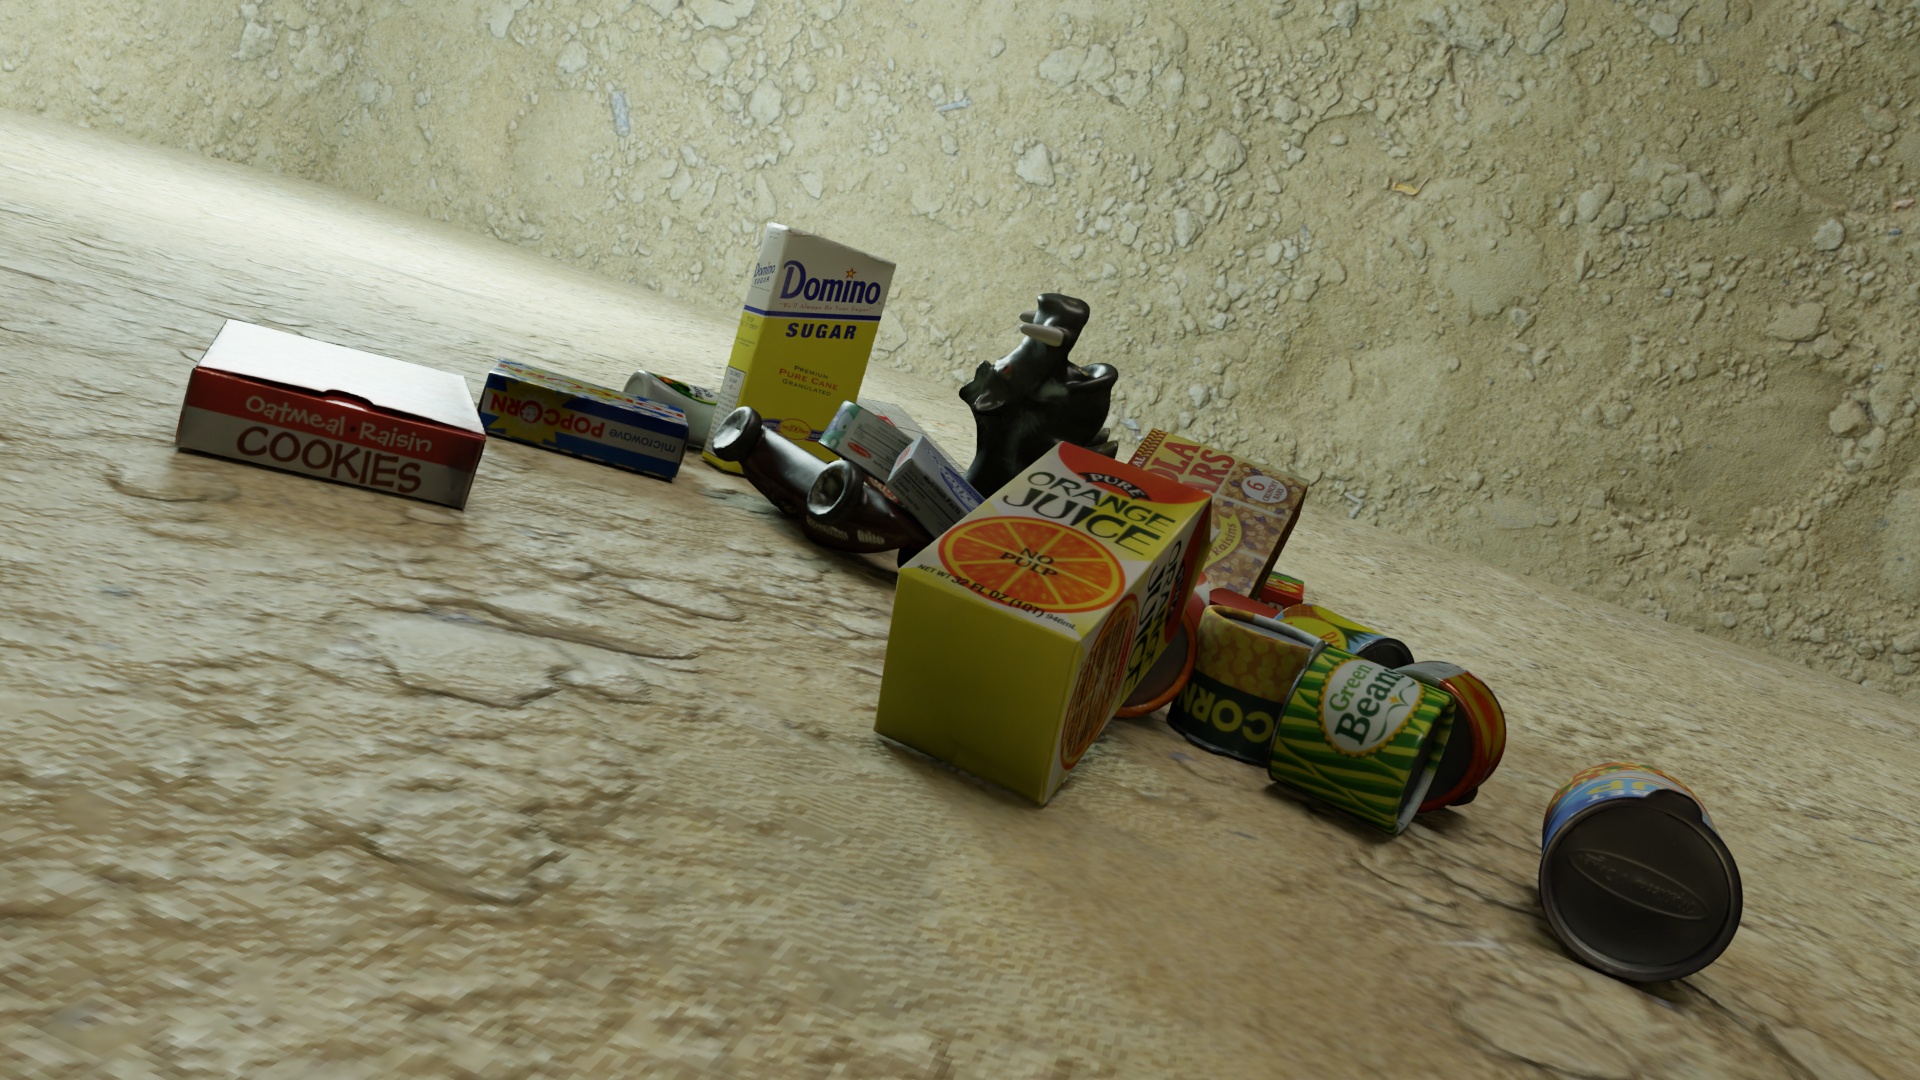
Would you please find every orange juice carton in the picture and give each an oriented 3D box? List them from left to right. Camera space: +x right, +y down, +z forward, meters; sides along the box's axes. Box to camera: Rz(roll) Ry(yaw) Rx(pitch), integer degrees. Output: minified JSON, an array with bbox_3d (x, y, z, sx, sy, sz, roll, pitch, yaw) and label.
[{"bbox_3d":[0.046,0.018,0.561,0.072,0.072,0.193,21,29,19],"label":"orange juice carton"}]

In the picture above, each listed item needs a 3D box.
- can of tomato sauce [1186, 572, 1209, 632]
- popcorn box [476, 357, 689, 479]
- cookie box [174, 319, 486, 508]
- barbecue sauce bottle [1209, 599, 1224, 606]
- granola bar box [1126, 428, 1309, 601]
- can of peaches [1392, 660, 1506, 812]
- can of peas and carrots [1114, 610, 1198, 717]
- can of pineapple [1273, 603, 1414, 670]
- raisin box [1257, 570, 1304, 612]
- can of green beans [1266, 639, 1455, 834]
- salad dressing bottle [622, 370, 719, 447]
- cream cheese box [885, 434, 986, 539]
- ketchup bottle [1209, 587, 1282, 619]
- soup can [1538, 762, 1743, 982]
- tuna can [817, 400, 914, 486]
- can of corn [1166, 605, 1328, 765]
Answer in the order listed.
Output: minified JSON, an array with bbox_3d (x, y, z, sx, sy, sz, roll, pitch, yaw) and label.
[{"bbox_3d":[0.080,0.035,0.731,0.083,0.071,0.071,17,9,-11],"label":"can of tomato sauce"},{"bbox_3d":[-0.241,-0.079,0.892,0.127,0.038,0.085,15,10,-17],"label":"popcorn box"},{"bbox_3d":[-0.308,-0.067,0.689,0.123,0.040,0.168,13,10,-26],"label":"cookie box"},{"bbox_3d":[0.120,0.048,0.801,0.149,0.043,0.065,22,11,21],"label":"barbecue sauce bottle"},{"bbox_3d":[0.159,-0.006,0.969,0.124,0.038,0.166,21,41,18],"label":"granola bar box"},{"bbox_3d":[0.217,0.093,0.651,0.071,0.071,0.058,22,10,30],"label":"can of peaches"},{"bbox_3d":[0.077,0.045,0.662,0.071,0.071,0.059,17,9,-7],"label":"can of peas and carrots"},{"bbox_3d":[0.190,0.071,0.720,0.071,0.071,0.058,11,10,-37],"label":"can of pineapple"},{"bbox_3d":[0.208,0.041,1.028,0.086,0.040,0.123,20,8,12],"label":"raisin box"},{"bbox_3d":[0.174,0.086,0.603,0.058,0.071,0.071,23,10,29],"label":"can of green beans"},{"bbox_3d":[-0.183,-0.090,1.055,0.148,0.044,0.064,13,10,-40],"label":"salad dressing bottle"},{"bbox_3d":[0.003,-0.010,0.785,0.103,0.024,0.053,46,18,-9],"label":"cream cheese box"},{"bbox_3d":[0.210,0.073,0.820,0.149,0.043,0.065,23,11,30],"label":"ketchup bottle"},{"bbox_3d":[0.259,0.122,0.533,0.071,0.071,0.084,21,9,21],"label":"soup can"},{"bbox_3d":[-0.053,-0.057,0.865,0.071,0.033,0.071,32,-1,1],"label":"tuna can"},{"bbox_3d":[0.138,0.069,0.662,0.071,0.058,0.071,17,8,-2],"label":"can of corn"}]
